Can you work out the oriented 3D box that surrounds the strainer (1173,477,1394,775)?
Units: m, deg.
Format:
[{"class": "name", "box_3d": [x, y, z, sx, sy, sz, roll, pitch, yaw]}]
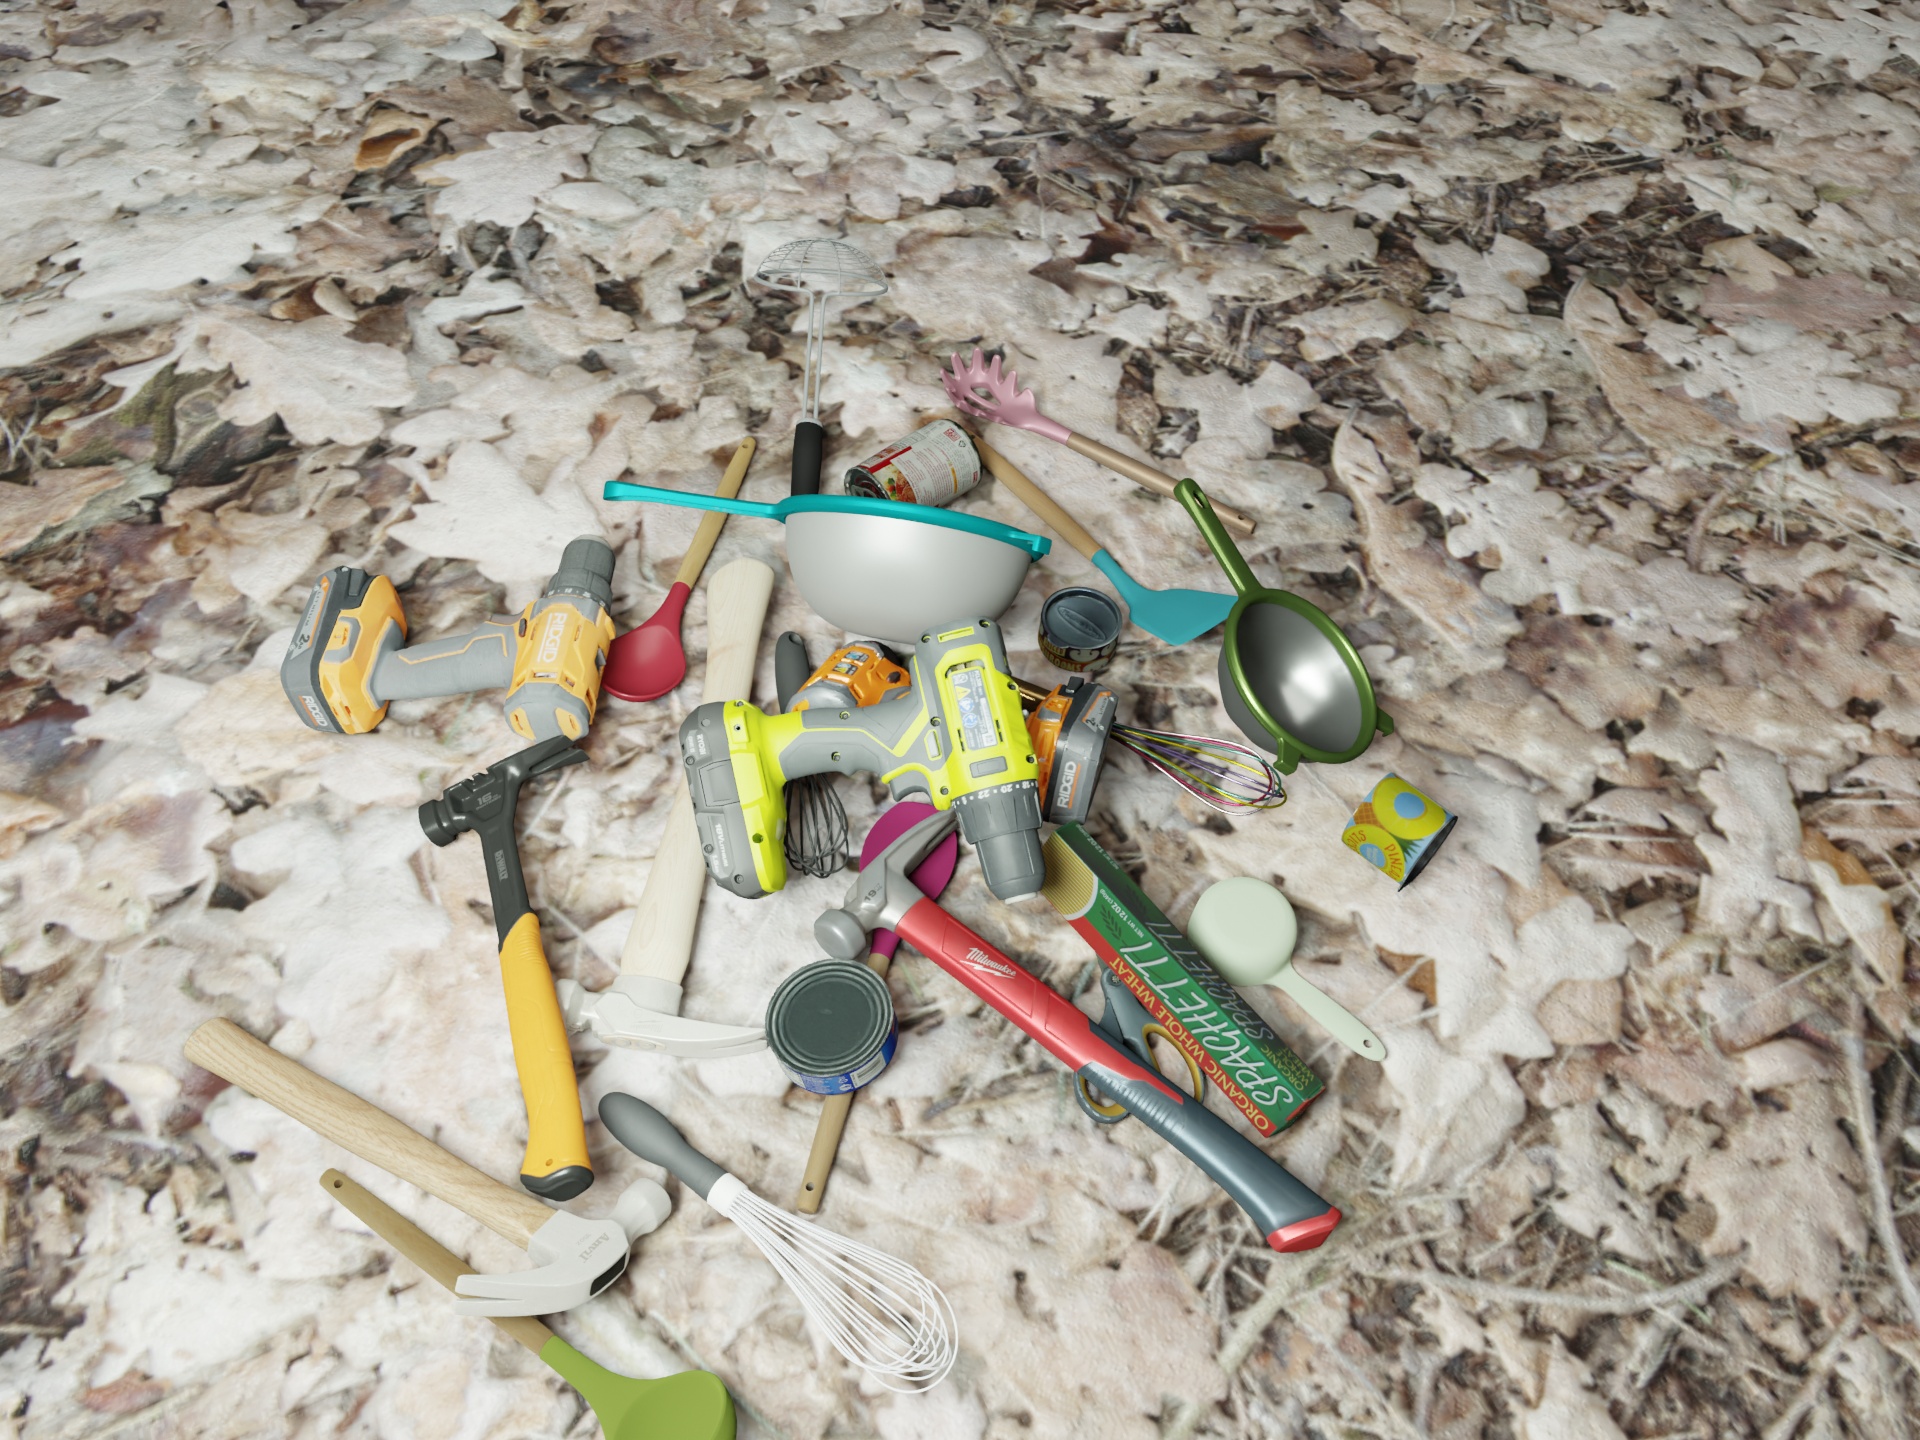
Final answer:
[{"class": "strainer", "box_3d": [0.221, -0.068, 1.243, 0.151, 0.069, 0.256, -17, 72, -42]}]

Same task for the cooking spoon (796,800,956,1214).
[{"class": "cooking spoon", "box_3d": [-0.063, 0.187, 1.098, 0.069, 0.017, 0.319, 11, 53, 7]}]

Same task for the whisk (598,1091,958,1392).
[{"class": "whisk", "box_3d": [-0.119, 0.311, 0.982, 0.285, 0.070, 0.070, 30, 57, 23]}]

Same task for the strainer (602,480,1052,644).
[{"class": "strainer", "box_3d": [-0.107, -0.116, 1.224, 0.340, 0.211, 0.095, 8, 89, -8]}]

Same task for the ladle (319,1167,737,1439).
[{"class": "ladle", "box_3d": [-0.266, 0.351, 0.941, 0.320, 0.062, 0.078, 28, 54, 19]}]

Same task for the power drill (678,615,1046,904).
[{"class": "power drill", "box_3d": [-0.059, 0.047, 1.071, 0.228, 0.080, 0.191, -13, 82, 2]}]

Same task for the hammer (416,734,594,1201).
[{"class": "hammer", "box_3d": [-0.281, 0.157, 1.049, 0.127, 0.034, 0.337, -27, 51, 4]}]

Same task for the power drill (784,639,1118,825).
[{"class": "power drill", "box_3d": [-0.002, -0.004, 1.191, 0.226, 0.084, 0.164, 14, 24, 7]}]

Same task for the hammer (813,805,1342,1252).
[{"class": "hammer", "box_3d": [0.091, 0.206, 1.062, 0.386, 0.038, 0.143, 35, 56, 20]}]

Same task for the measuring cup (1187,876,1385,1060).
[{"class": "measuring cup", "box_3d": [0.233, 0.174, 1.115, 0.083, 0.038, 0.168, -36, 62, -26]}]

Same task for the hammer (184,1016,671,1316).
[{"class": "hammer", "box_3d": [-0.352, 0.268, 0.990, 0.331, 0.031, 0.130, 22, 28, 18]}]

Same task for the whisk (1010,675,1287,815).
[{"class": "whisk", "box_3d": [0.135, 0.015, 1.226, 0.245, 0.051, 0.047, 22, 61, 15]}]

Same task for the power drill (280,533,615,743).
[{"class": "power drill", "box_3d": [-0.376, -0.070, 1.214, 0.226, 0.084, 0.186, 1, 52, 4]}]

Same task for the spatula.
[{"class": "spatula", "box_3d": [0.103, -0.164, 1.353, 0.082, 0.044, 0.318, -32, 61, -24]}]

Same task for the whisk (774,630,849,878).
[{"class": "whisk", "box_3d": [-0.118, 0.021, 1.202, 0.055, 0.055, 0.239, -5, 50, -8]}]

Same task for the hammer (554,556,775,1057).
[{"class": "hammer", "box_3d": [-0.180, 0.048, 1.169, 0.146, 0.038, 0.411, 8, 56, 0]}]

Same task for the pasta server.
[{"class": "pasta server", "box_3d": [0.121, -0.244, 1.418, 0.316, 0.040, 0.060, 29, 69, 15]}]

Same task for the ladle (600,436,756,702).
[{"class": "ladle", "box_3d": [-0.223, -0.129, 1.315, 0.069, 0.031, 0.316, 17, 52, 0]}]

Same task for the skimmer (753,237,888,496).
[{"class": "skimmer", "box_3d": [-0.134, -0.301, 1.447, 0.127, 0.090, 0.364, 4, 64, -5]}]
